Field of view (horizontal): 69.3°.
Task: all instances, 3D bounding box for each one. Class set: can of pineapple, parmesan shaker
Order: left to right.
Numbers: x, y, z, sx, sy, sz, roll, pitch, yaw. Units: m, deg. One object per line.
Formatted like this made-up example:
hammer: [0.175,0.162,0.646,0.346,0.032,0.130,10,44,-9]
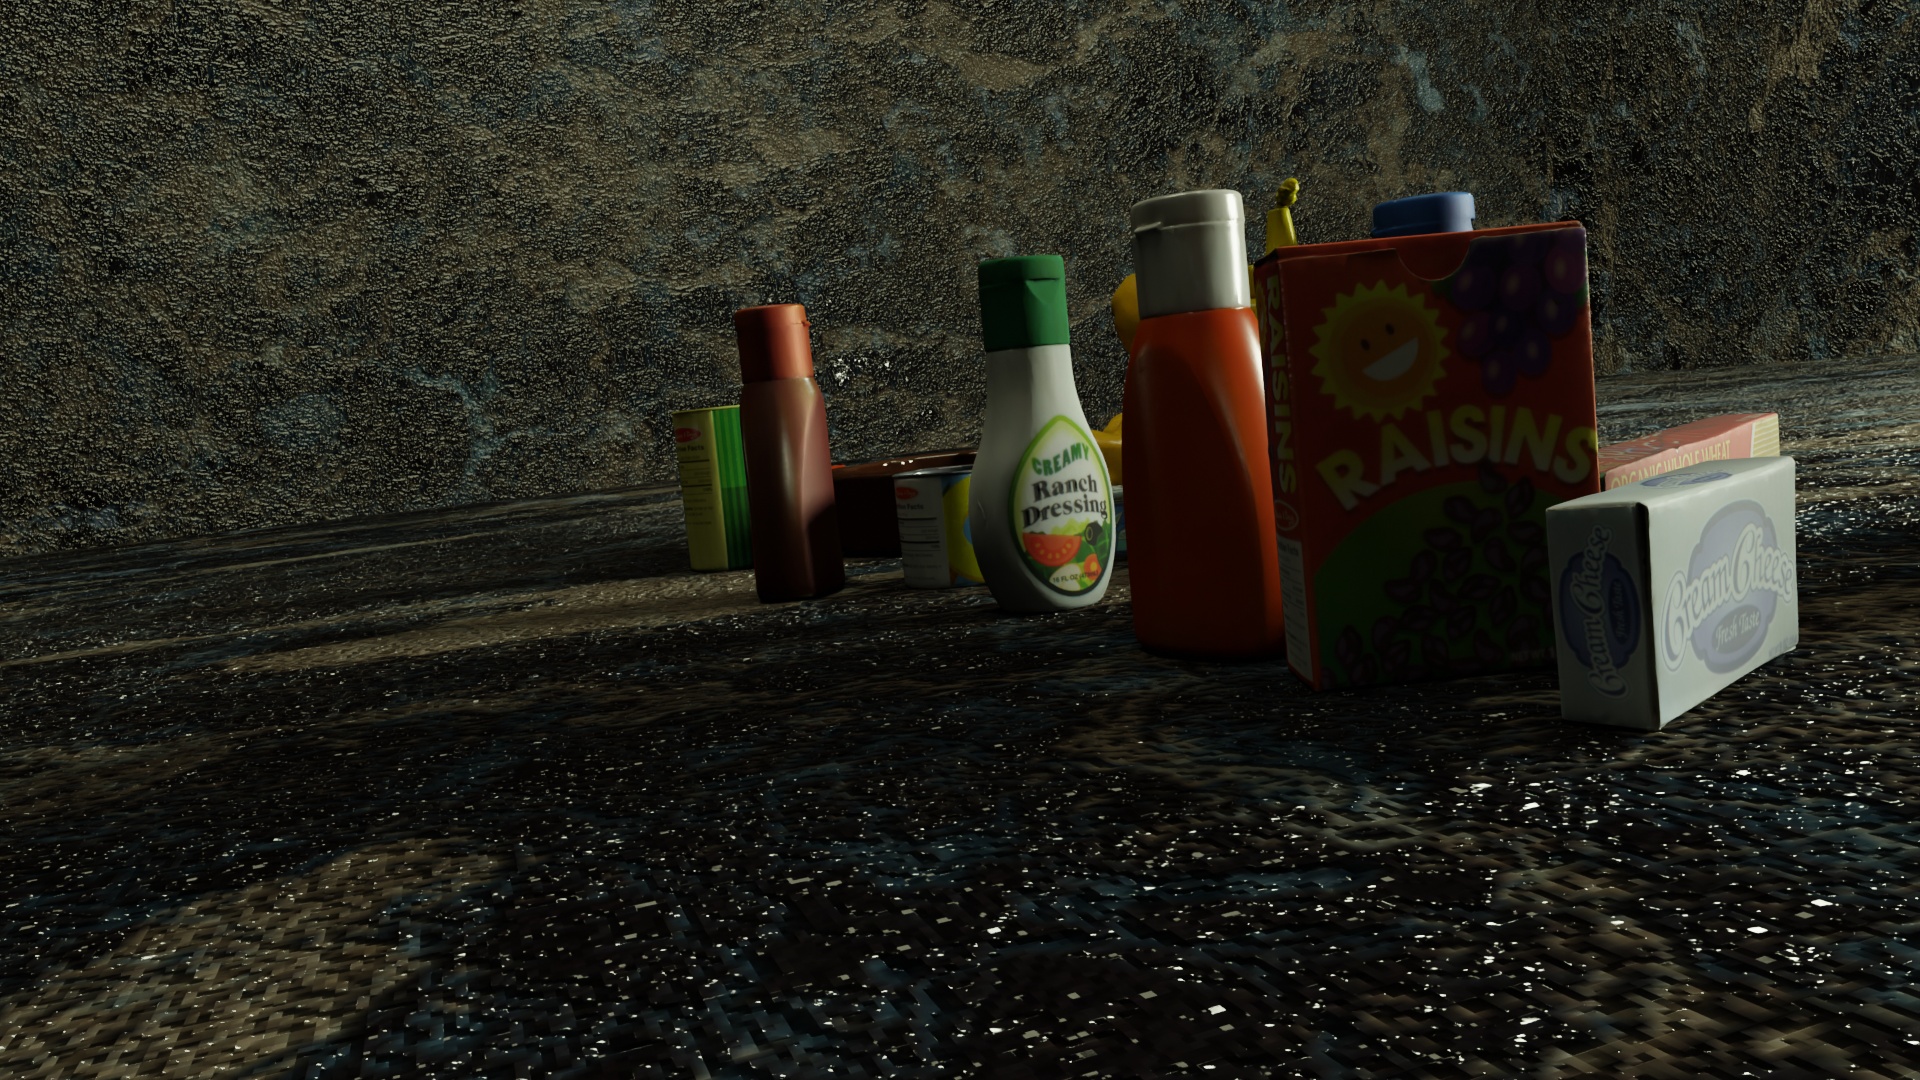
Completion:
parmesan shaker: [-0.149,-0.035,0.902,0.071,0.103,0.071,-6,5,1]
can of pineapple: [0.003,-0.009,0.710,0.071,0.057,0.071,-6,5,1]

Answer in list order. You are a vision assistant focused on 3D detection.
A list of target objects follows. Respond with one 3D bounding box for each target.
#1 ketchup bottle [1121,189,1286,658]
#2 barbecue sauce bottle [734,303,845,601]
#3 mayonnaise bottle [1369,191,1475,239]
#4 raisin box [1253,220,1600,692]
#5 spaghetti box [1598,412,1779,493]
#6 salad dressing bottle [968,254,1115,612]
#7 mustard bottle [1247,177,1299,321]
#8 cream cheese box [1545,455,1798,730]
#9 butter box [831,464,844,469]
ketchup bottle: [0.080,-0.038,0.457,0.044,0.148,0.064,-10,6,-36]
barbecue sauce bottle: [-0.089,-0.046,0.715,0.044,0.148,0.065,-5,5,9]
mayonnaise bottle: [0.180,-0.054,0.525,0.041,0.148,0.065,-5,5,16]
raisin box: [0.133,-0.024,0.397,0.086,0.123,0.040,-6,5,1]
spaghetti box: [0.271,-0.015,0.530,0.028,0.050,0.251,-1,7,42]
salad dressing bottle: [0.032,-0.045,0.589,0.064,0.147,0.044,-9,6,-30]
mustard bottle: [0.125,-0.055,0.524,0.049,0.160,0.065,-6,5,2]
cream cheese box: [0.184,0.010,0.352,0.104,0.053,0.024,-11,7,-42]
butter box: [-0.131,-0.024,1.027,0.104,0.053,0.024,-10,6,-35]
